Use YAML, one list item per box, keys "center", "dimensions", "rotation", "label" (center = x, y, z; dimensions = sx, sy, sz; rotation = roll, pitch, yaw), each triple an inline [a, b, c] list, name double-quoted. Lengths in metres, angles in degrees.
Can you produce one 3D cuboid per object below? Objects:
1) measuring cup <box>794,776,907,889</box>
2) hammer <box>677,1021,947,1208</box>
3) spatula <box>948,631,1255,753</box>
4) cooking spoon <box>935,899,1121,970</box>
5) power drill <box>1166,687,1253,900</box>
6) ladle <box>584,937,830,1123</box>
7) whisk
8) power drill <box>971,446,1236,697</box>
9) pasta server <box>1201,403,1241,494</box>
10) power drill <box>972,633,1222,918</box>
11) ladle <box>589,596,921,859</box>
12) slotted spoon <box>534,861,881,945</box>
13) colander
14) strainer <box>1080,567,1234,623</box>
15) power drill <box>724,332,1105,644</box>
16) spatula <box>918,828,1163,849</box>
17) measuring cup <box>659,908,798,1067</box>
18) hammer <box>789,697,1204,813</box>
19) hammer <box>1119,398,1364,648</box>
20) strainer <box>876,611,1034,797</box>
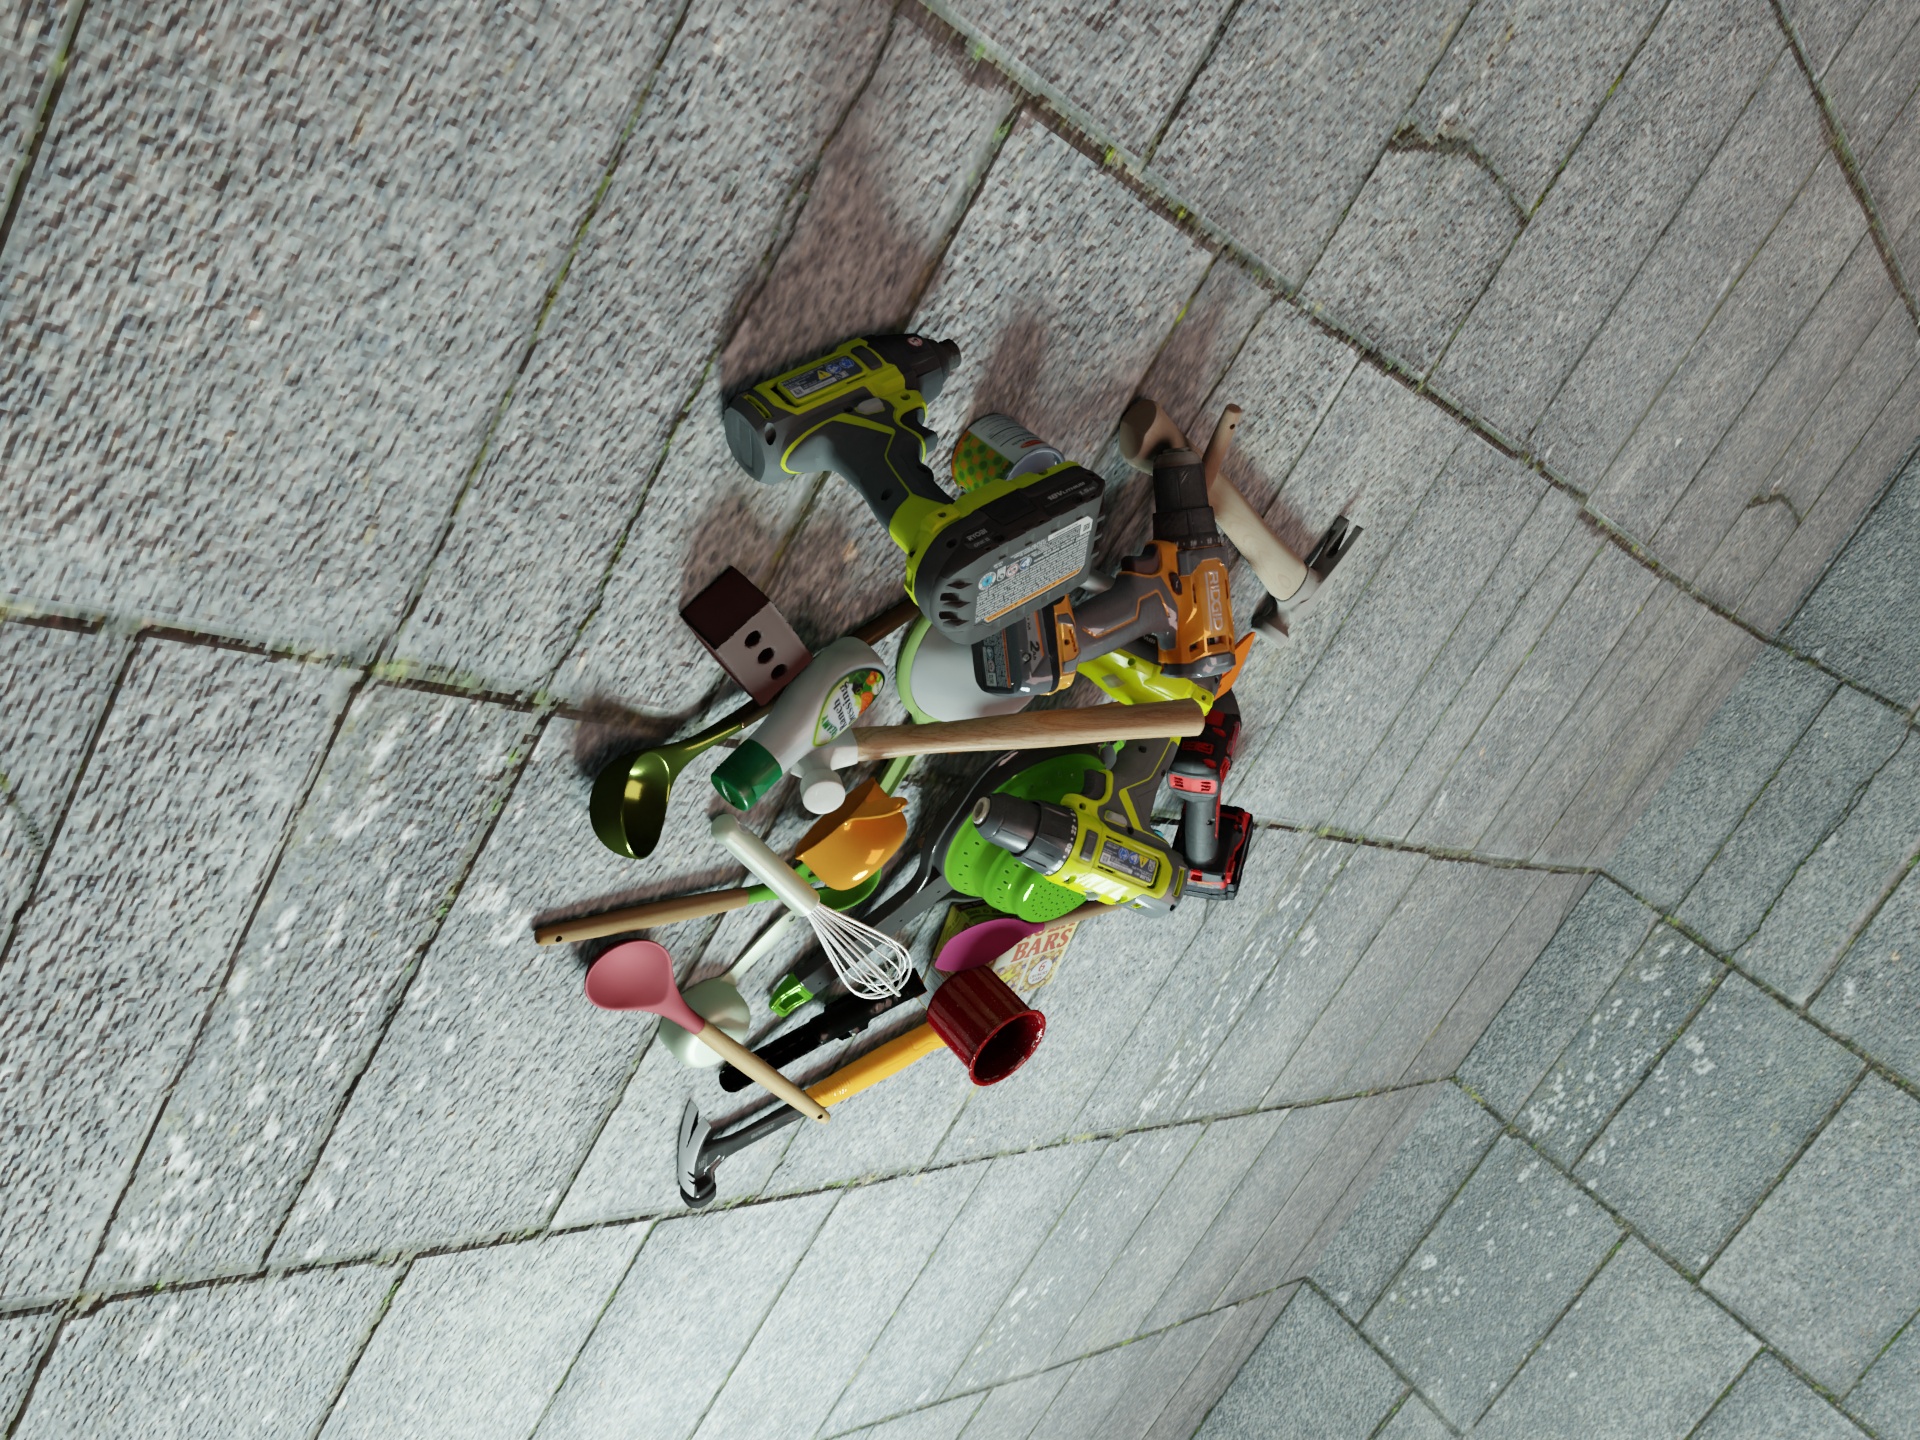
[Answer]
- center: [-0.066, 0.090, 1.245]
  dimensions: [0.052, 0.173, 0.095]
  rotation: [49, 65, -12]
  label: "measuring cup"
- center: [-0.122, 0.351, 1.541]
  dimensions: [0.337, 0.034, 0.127]
  rotation: [-22, 138, -34]
  label: "hammer"
- center: [0.132, -0.014, 1.435]
  dimensions: [0.322, 0.041, 0.081]
  rotation: [-12, 143, -22]
  label: "spatula"
- center: [0.096, 0.196, 1.575]
  dimensions: [0.318, 0.017, 0.068]
  rotation: [-9, 136, -42]
  label: "cooking spoon"
- center: [0.254, 0.069, 1.626]
  dimensions: [0.219, 0.078, 0.143]
  rotation: [80, 25, -44]
  label: "power drill"
- center: [-0.199, 0.263, 1.311]
  dimensions: [0.069, 0.031, 0.315]
  rotation: [-43, 130, -1]
  label: "ladle"
- center: [-0.120, 0.154, 1.291]
  dimensions: [0.059, 0.058, 0.246]
  rotation: [-39, 124, 4]
  label: "whisk"
- center: [0.117, -0.115, 1.246]
  dimensions: [0.226, 0.084, 0.185]
  rotation: [-10, 98, -30]
  label: "power drill"
- center: [0.187, -0.139, 1.370]
  dimensions: [0.060, 0.040, 0.316]
  rotation: [-12, 143, -26]
  label: "pasta server"
- center: [0.119, 0.033, 1.328]
  dimensions: [0.190, 0.080, 0.229]
  rotation: [24, 73, -22]
  label: "power drill"
- center: [-0.136, -0.007, 1.169]
  dimensions: [0.320, 0.062, 0.078]
  rotation: [-35, 140, -24]
  label: "ladle"
- center: [-0.194, 0.143, 1.271]
  dimensions: [0.313, 0.031, 0.070]
  rotation: [-8, 120, -41]
  label: "slotted spoon"
- center: [0.009, 0.160, 1.407]
  dimensions: [0.397, 0.095, 0.204]
  rotation: [-38, 148, -2]
  label: "colander"
- center: [0.140, -0.103, 1.342]
  dimensions: [0.258, 0.050, 0.087]
  rotation: [20, 139, -31]
  label: "strainer"
- center: [-0.019, -0.162, 1.002]
  dimensions: [0.171, 0.223, 0.080]
  rotation: [-30, 148, -26]
  label: "power drill"
- center: [0.075, 0.125, 1.535]
  dimensions: [0.317, 0.044, 0.082]
  rotation: [5, 125, -49]
  label: "spatula"
- center: [-0.183, 0.227, 1.349]
  dimensions: [0.167, 0.038, 0.083]
  rotation: [-47, 145, 1]
  label: "measuring cup"
- center: [0.029, 0.008, 1.228]
  dimensions: [0.331, 0.130, 0.031]
  rotation: [-5, 124, -15]
  label: "hammer"
- center: [0.254, -0.193, 1.438]
  dimensions: [0.146, 0.038, 0.410]
  rotation: [-54, 145, 4]
  label: "hammer"
- center: [-0.002, -0.004, 1.304]
  dimensions: [0.151, 0.069, 0.256]
  rotation: [18, 107, -53]
  label: "strainer"
